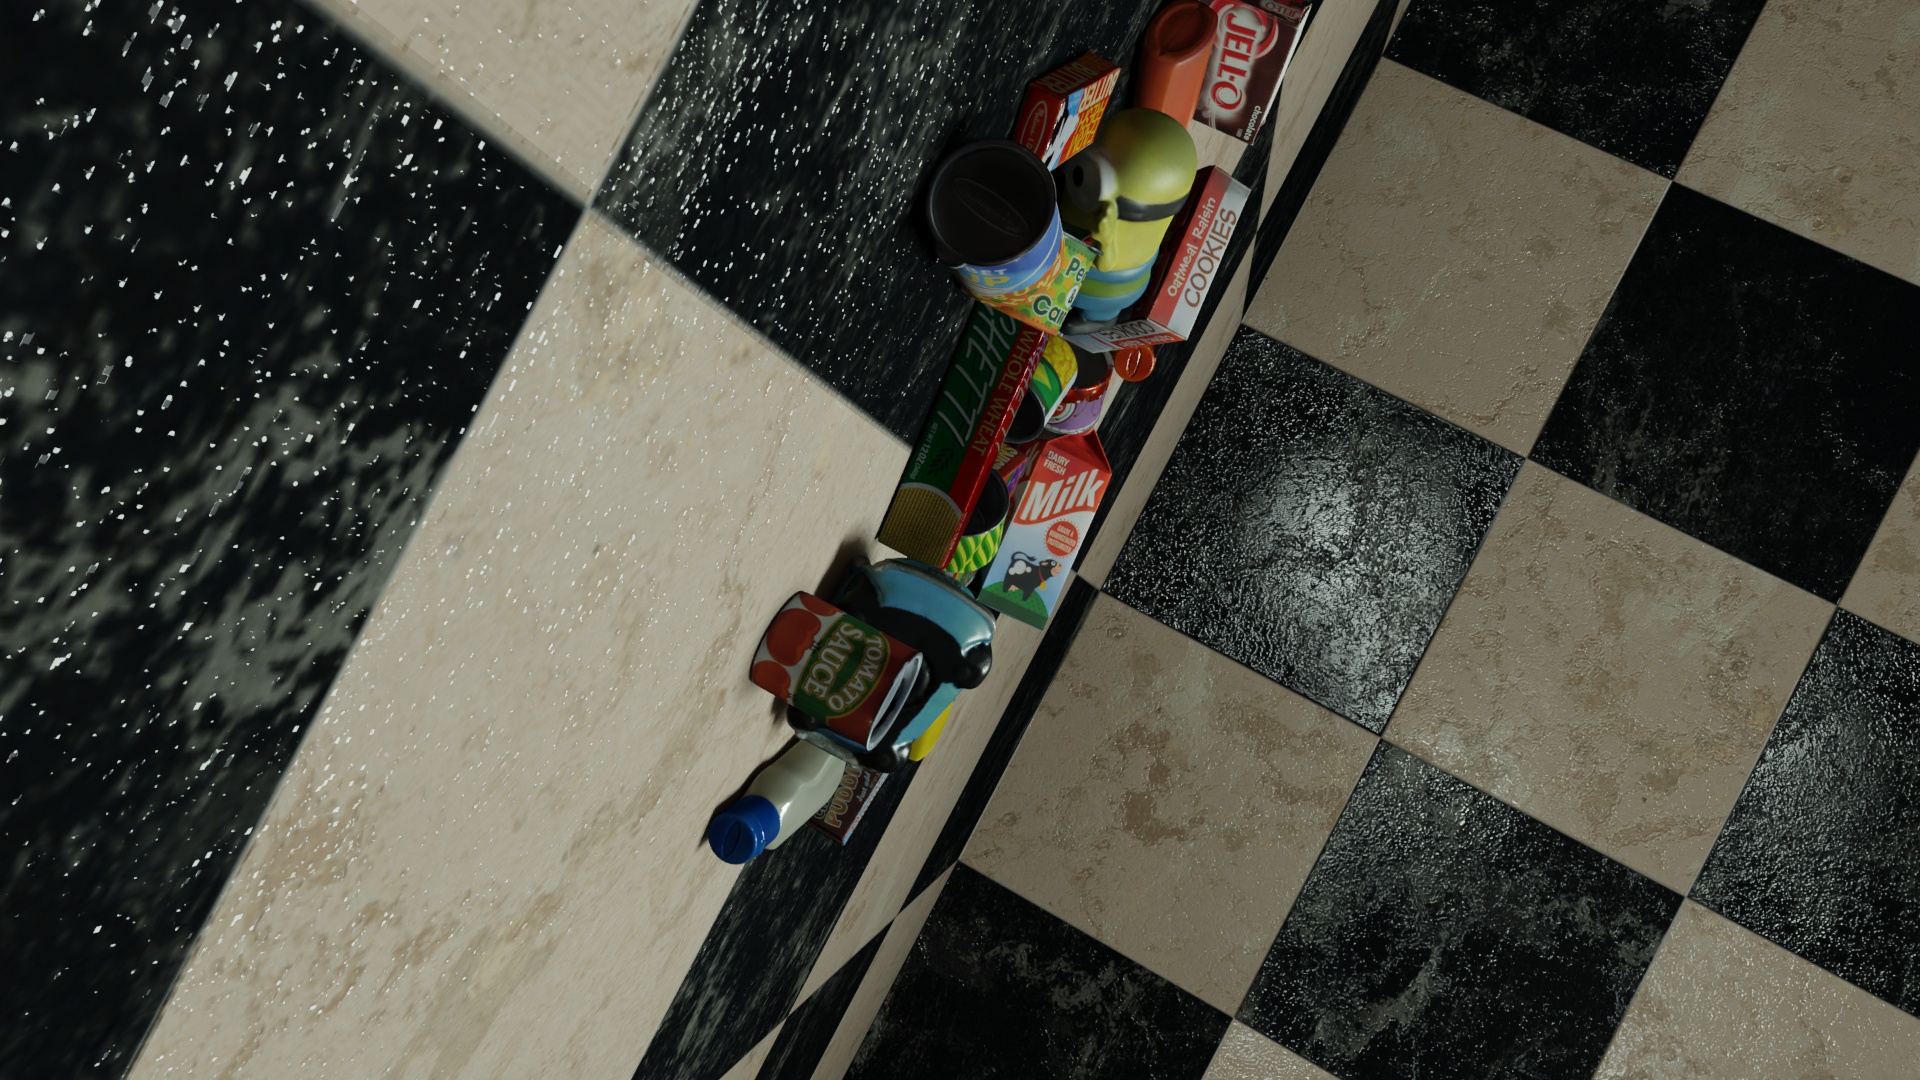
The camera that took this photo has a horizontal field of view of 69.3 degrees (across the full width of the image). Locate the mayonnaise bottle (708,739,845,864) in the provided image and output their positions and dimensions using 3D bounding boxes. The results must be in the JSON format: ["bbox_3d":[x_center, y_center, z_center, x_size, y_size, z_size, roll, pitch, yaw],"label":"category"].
[{"bbox_3d":[-0.128,0.183,0.979,0.064,0.041,0.148,-67,168,16],"label":"mayonnaise bottle"}]

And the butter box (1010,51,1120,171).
[{"bbox_3d":[0.061,-0.252,0.823,0.104,0.024,0.052,-48,163,-52],"label":"butter box"}]

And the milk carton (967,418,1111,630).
[{"bbox_3d":[0.067,-0.027,1.217,0.190,0.073,0.072,-66,-156,-3],"label":"milk carton"}]

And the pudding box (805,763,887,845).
[{"bbox_3d":[-0.097,0.206,1.163,0.084,0.050,0.030,-57,170,-23],"label":"pudding box"}]

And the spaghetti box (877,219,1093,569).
[{"bbox_3d":[0.014,-0.097,0.923,0.249,0.050,0.029,-66,170,19],"label":"spaghetti box"}]

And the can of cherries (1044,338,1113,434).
[{"bbox_3d":[0.089,-0.131,1.164,0.072,0.071,0.058,-56,167,-33],"label":"can of cherries"}]

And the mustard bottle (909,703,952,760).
[{"bbox_3d":[-0.031,0.146,1.334,0.066,0.049,0.159,-53,166,-43],"label":"mustard bottle"}]

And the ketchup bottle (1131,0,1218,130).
[{"bbox_3d":[0.152,-0.326,1.026,0.065,0.043,0.148,-52,167,-18],"label":"ketchup bottle"}]

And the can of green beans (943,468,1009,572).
[{"bbox_3d":[0.000,-0.018,1.013,0.071,0.071,0.057,-57,169,-28],"label":"can of green beans"}]

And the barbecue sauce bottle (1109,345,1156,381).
[{"bbox_3d":[0.154,-0.185,1.279,0.149,0.044,0.064,-86,-170,-66],"label":"barbecue sauce bottle"}]

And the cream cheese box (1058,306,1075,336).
[{"bbox_3d":[0.062,-0.163,1.063,0.104,0.024,0.053,-59,170,-15],"label":"cream cheese box"}]

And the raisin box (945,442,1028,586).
[{"bbox_3d":[0.004,-0.014,1.122,0.122,0.040,0.086,-66,169,26],"label":"raisin box"}]

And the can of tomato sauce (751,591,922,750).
[{"bbox_3d":[-0.075,0.077,0.842,0.071,0.083,0.071,-59,169,-18],"label":"can of tomato sauce"}]

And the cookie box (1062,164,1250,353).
[{"bbox_3d":[0.144,-0.211,1.066,0.123,0.040,0.167,-67,-161,-4],"label":"cookie box"}]

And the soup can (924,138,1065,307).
[{"bbox_3d":[0.018,-0.163,0.732,0.071,0.071,0.083,-62,170,-2],"label":"soup can"}]

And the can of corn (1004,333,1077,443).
[{"bbox_3d":[0.040,-0.114,0.973,0.058,0.071,0.070,-56,168,-36],"label":"can of corn"}]

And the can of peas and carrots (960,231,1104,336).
[{"bbox_3d":[0.043,-0.162,0.839,0.058,0.071,0.071,-63,170,10],"label":"can of peas and carrots"}]
